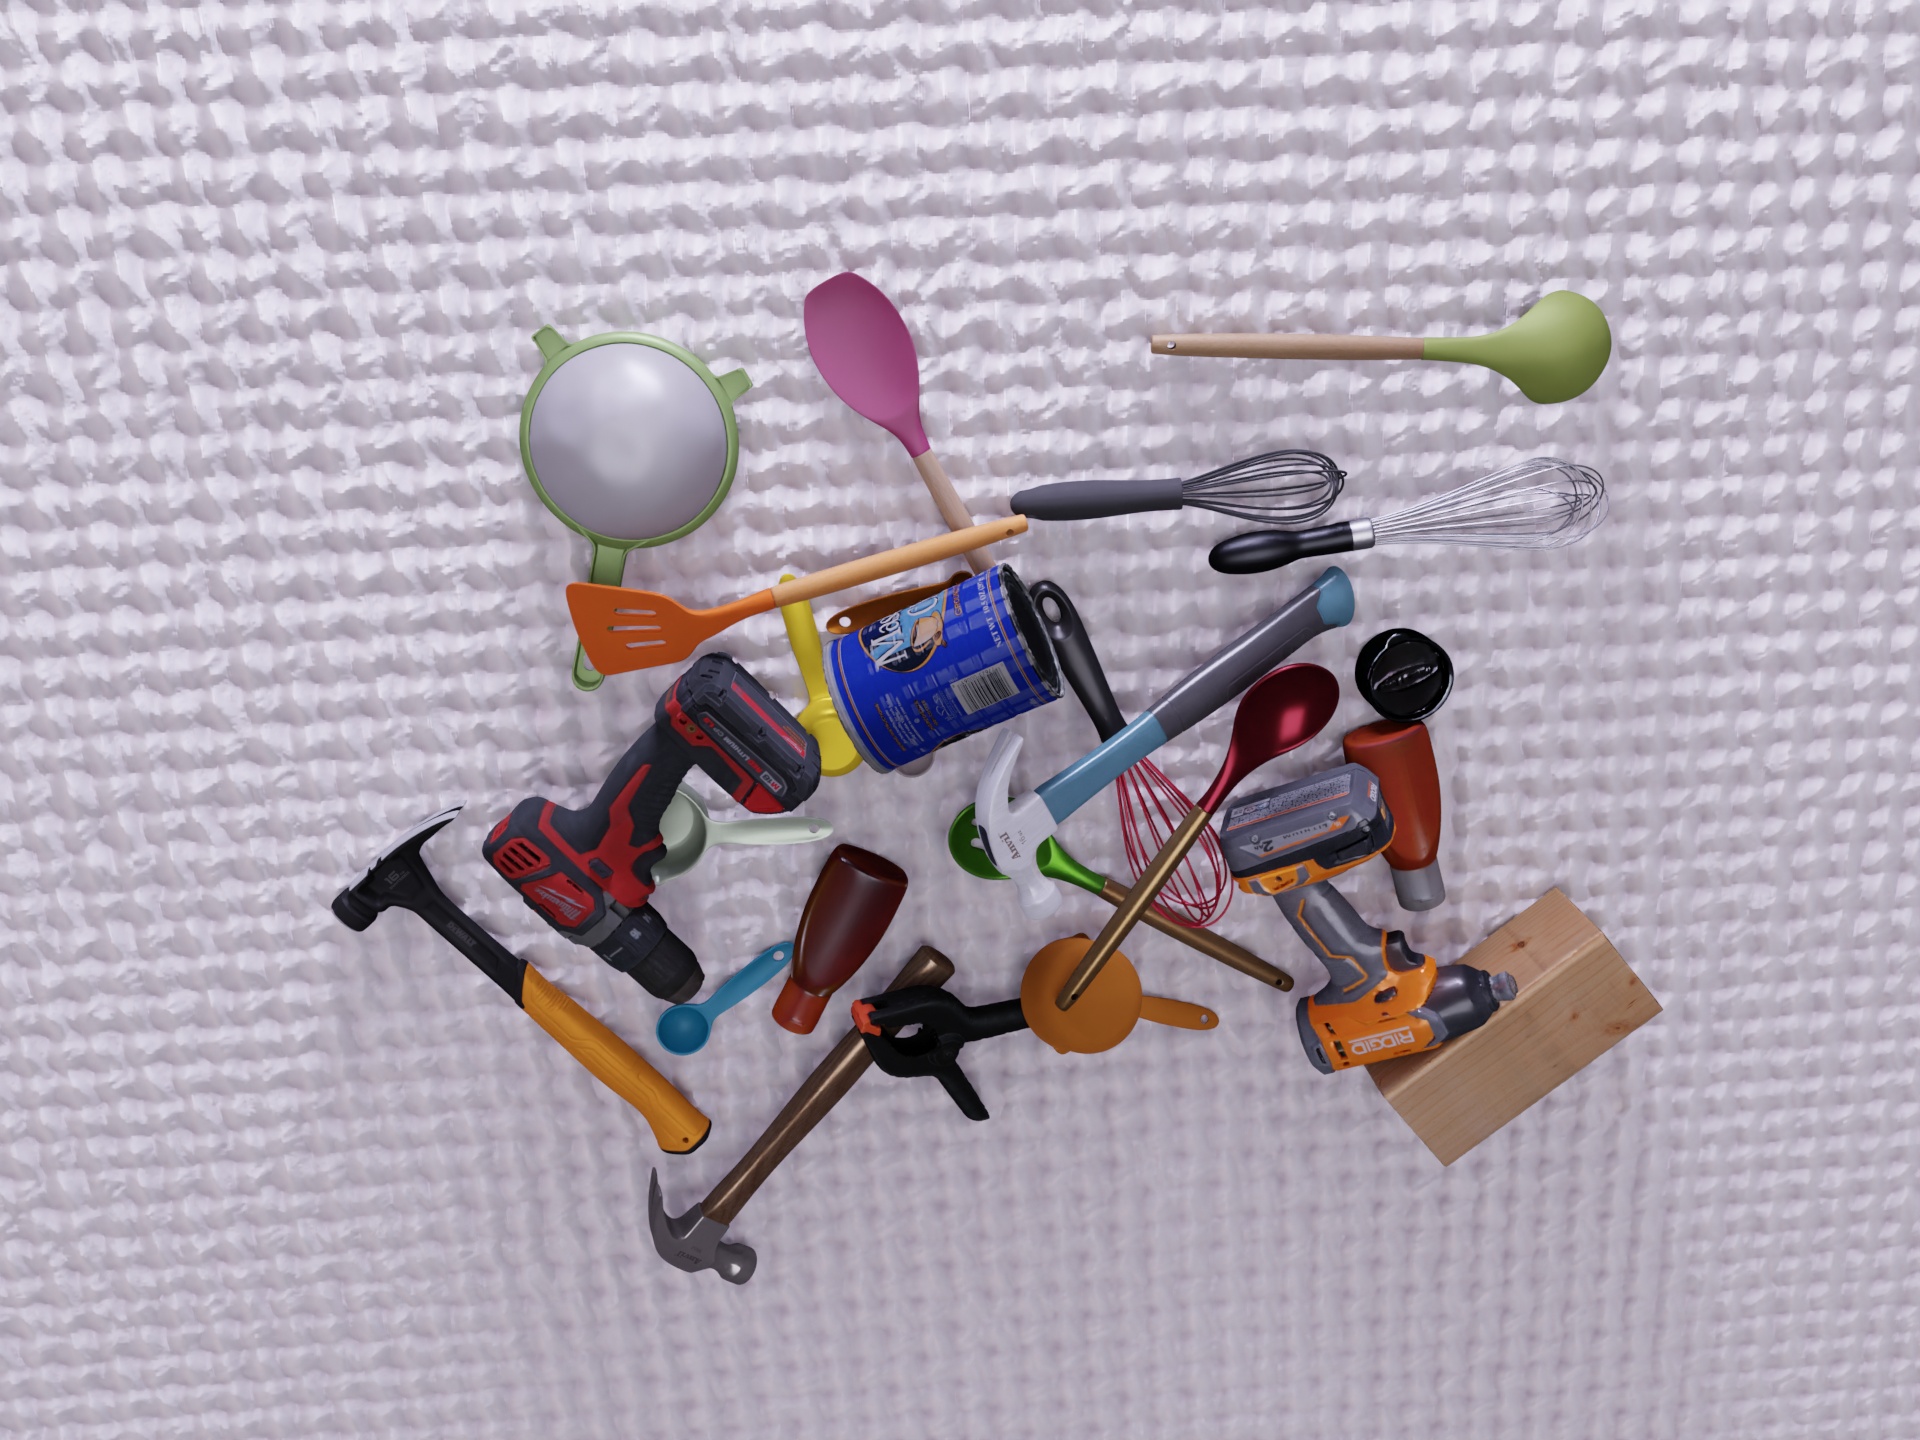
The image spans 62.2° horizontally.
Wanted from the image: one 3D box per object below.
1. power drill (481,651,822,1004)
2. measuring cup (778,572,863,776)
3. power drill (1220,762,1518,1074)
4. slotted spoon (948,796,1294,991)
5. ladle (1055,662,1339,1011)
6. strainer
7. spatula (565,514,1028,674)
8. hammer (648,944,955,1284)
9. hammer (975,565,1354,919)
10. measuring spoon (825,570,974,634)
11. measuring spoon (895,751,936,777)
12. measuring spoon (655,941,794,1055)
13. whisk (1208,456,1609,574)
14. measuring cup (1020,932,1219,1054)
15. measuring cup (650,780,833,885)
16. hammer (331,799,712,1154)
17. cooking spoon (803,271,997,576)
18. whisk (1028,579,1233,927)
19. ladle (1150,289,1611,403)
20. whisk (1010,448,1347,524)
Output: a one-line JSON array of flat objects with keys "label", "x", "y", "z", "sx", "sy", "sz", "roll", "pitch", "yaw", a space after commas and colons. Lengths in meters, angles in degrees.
[{"label": "power drill", "x": -0.200, "y": 0.084, "z": 1.125, "sx": 0.226, "sy": 0.080, "sz": 0.187, "roll": -41, "pitch": 106, "yaw": 12}, {"label": "measuring cup", "x": -0.106, "y": -0.030, "z": 1.156, "sx": 0.062, "sy": 0.029, "sz": 0.156, "roll": -14, "pitch": 110, "yaw": 1}, {"label": "power drill", "x": 0.304, "y": 0.151, "z": 1.186, "sx": 0.164, "sy": 0.084, "sz": 0.226, "roll": -20, "pitch": 107, "yaw": 24}, {"label": "slotted spoon", "x": 0.129, "y": 0.141, "z": 1.231, "sx": 0.313, "sy": 0.031, "sz": 0.070, "roll": 28, "pitch": 104, "yaw": -14}, {"label": "ladle", "x": 0.162, "y": 0.086, "z": 1.145, "sx": 0.069, "sy": 0.031, "sz": 0.315, "roll": 30, "pitch": 102, "yaw": -25}, {"label": "strainer", "x": -0.240, "y": -0.136, "z": 1.092, "sx": 0.151, "sy": 0.069, "sz": 0.256, "roll": 12, "pitch": 105, "yaw": -8}, {"label": "spatula", "x": -0.109, "y": -0.098, "z": 1.110, "sx": 0.322, "sy": 0.041, "sz": 0.081, "roll": -17, "pitch": 130, "yaw": -6}, {"label": "hammer", "x": -0.124, "y": 0.306, "z": 1.251, "sx": 0.130, "sy": 0.031, "sz": 0.331, "roll": 35, "pitch": 99, "yaw": -35}, {"label": "hammer", "x": 0.151, "y": -0.002, "z": 1.133, "sx": 0.331, "sy": 0.033, "sz": 0.128, "roll": -35, "pitch": 113, "yaw": -11}, {"label": "measuring spoon", "x": -0.043, "y": -0.085, "z": 1.148, "sx": 0.117, "sy": 0.011, "sz": 0.021, "roll": -17, "pitch": 114, "yaw": 13}, {"label": "measuring spoon", "x": -0.002, "y": -0.004, "z": 1.184, "sx": 0.124, "sy": 0.018, "sz": 0.034, "roll": -39, "pitch": 106, "yaw": 1}, {"label": "measuring spoon", "x": -0.182, "y": 0.212, "z": 1.240, "sx": 0.128, "sy": 0.021, "sz": 0.042, "roll": -37, "pitch": 106, "yaw": -2}, {"label": "whisk", "x": 0.319, "y": -0.140, "z": 1.142, "sx": 0.284, "sy": 0.070, "sz": 0.070, "roll": -9, "pitch": 108, "yaw": 5}, {"label": "measuring cup", "x": 0.135, "y": 0.221, "z": 1.232, "sx": 0.173, "sy": 0.052, "sz": 0.095, "roll": 14, "pitch": 81, "yaw": -17}, {"label": "measuring cup", "x": -0.179, "y": 0.077, "z": 1.183, "sx": 0.167, "sy": 0.038, "sz": 0.083, "roll": -1, "pitch": 108, "yaw": -6}, {"label": "hammer", "x": -0.312, "y": 0.212, "z": 1.218, "sx": 0.127, "sy": 0.034, "sz": 0.336, "roll": -40, "pitch": 106, "yaw": 10}, {"label": "cooking spoon", "x": -0.016, "y": -0.167, "z": 1.126, "sx": 0.069, "sy": 0.017, "sz": 0.318, "roll": -25, "pitch": 108, "yaw": 14}, {"label": "whisk", "x": 0.123, "y": 0.028, "z": 1.181, "sx": 0.073, "sy": 0.073, "sz": 0.295, "roll": -27, "pitch": 102, "yaw": 5}, {"label": "ladle", "x": 0.293, "y": -0.262, "z": 1.112, "sx": 0.320, "sy": 0.062, "sz": 0.078, "roll": 1, "pitch": 110, "yaw": 3}, {"label": "whisk", "x": 0.154, "y": -0.161, "z": 1.128, "sx": 0.239, "sy": 0.055, "sz": 0.055, "roll": -4, "pitch": 108, "yaw": 2}]
